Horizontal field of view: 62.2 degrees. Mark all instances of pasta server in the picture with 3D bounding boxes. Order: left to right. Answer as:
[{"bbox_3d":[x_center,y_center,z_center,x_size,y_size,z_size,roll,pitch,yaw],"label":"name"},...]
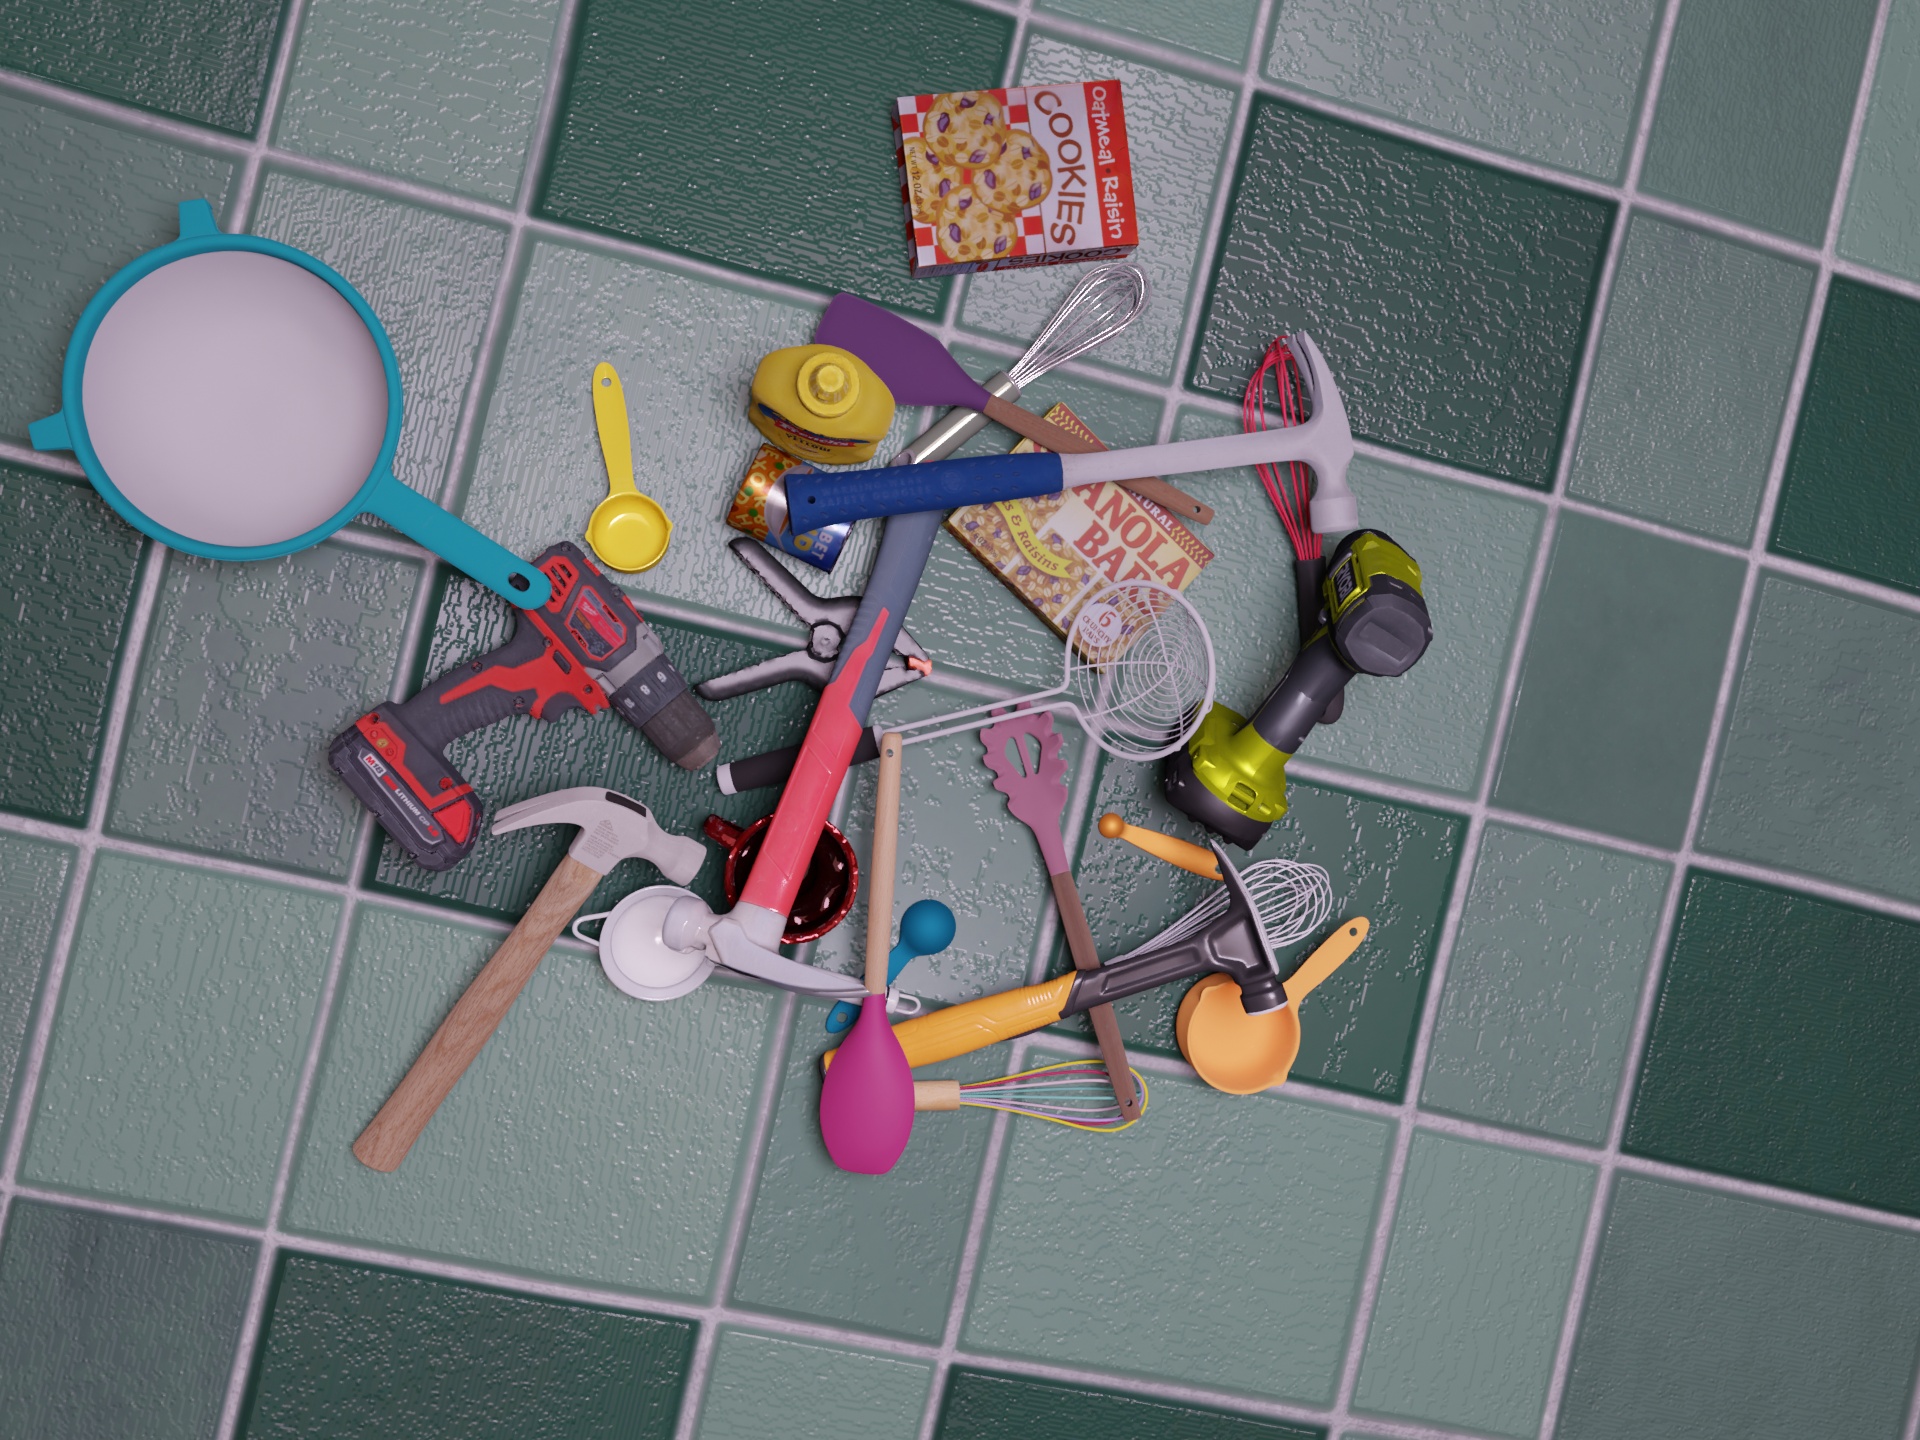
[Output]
[{"bbox_3d":[0.081,0.139,1.168,0.060,0.040,0.316,-16,82,2],"label":"pasta server"}]

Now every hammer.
[{"bbox_3d":[-0.321,0.182,1.097,0.130,0.031,0.331,33,102,-20],"label":"hammer"},{"bbox_3d":[-0.066,-0.004,1.093,0.143,0.038,0.386,16,72,13],"label":"hammer"},{"bbox_3d":[0.055,0.196,1.140,0.337,0.034,0.127,-20,87,7],"label":"hammer"},{"bbox_3d":[0.080,-0.181,1.115,0.405,0.035,0.144,-8,95,-8],"label":"hammer"}]

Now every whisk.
[{"bbox_3d":[0.020,0.283,1.189,0.245,0.051,0.047,0,98,-5],"label":"whisk"},{"bbox_3d":[0.043,-0.254,1.177,0.246,0.059,0.058,-40,60,-2],"label":"whisk"},{"bbox_3d":[0.149,0.176,1.199,0.284,0.070,0.070,-24,95,-2],"label":"whisk"},{"bbox_3d":[0.263,-0.142,1.205,0.073,0.073,0.296,-10,98,-8],"label":"whisk"}]

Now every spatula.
[{"bbox_3d":[0.041,-0.215,1.149,0.316,0.018,0.060,26,93,-4],"label":"spatula"}]

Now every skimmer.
[{"bbox_3d":[-0.002,-0.004,1.125,0.363,0.090,0.127,-14,84,2],"label":"skimmer"}]

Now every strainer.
[{"bbox_3d":[-0.424,-0.177,1.082,0.340,0.095,0.211,33,89,-9],"label":"strainer"},{"bbox_3d":[-0.152,0.177,1.156,0.258,0.050,0.087,17,97,-9],"label":"strainer"}]

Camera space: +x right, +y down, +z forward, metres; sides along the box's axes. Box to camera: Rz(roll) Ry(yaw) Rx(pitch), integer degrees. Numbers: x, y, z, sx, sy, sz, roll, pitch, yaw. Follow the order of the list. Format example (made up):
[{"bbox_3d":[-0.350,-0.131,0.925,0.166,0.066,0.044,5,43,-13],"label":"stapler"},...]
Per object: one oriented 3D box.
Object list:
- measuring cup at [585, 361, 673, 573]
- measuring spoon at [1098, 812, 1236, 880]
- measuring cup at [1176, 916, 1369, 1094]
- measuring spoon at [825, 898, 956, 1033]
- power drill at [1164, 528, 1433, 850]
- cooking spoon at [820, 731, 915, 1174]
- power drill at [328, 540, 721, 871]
[{"bbox_3d":[-0.245,-0.181,1.148,0.062,0.029,0.156,-9,81,-8],"label":"measuring cup"},{"bbox_3d":[0.160,0.098,1.218,0.117,0.011,0.021,22,89,-8],"label":"measuring spoon"},{"bbox_3d":[0.239,0.207,1.214,0.173,0.052,0.095,-41,97,-7],"label":"measuring cup"},{"bbox_3d":[-0.053,0.187,1.184,0.042,0.021,0.128,45,86,-7],"label":"measuring spoon"},{"bbox_3d":[0.241,-0.030,1.131,0.080,0.171,0.223,32,118,-8],"label":"power drill"},{"bbox_3d":[-0.059,0.167,1.125,0.069,0.017,0.319,5,95,7],"label":"cooking spoon"},{"bbox_3d":[-0.300,0.009,1.118,0.227,0.080,0.188,-41,97,-8],"label":"power drill"}]
